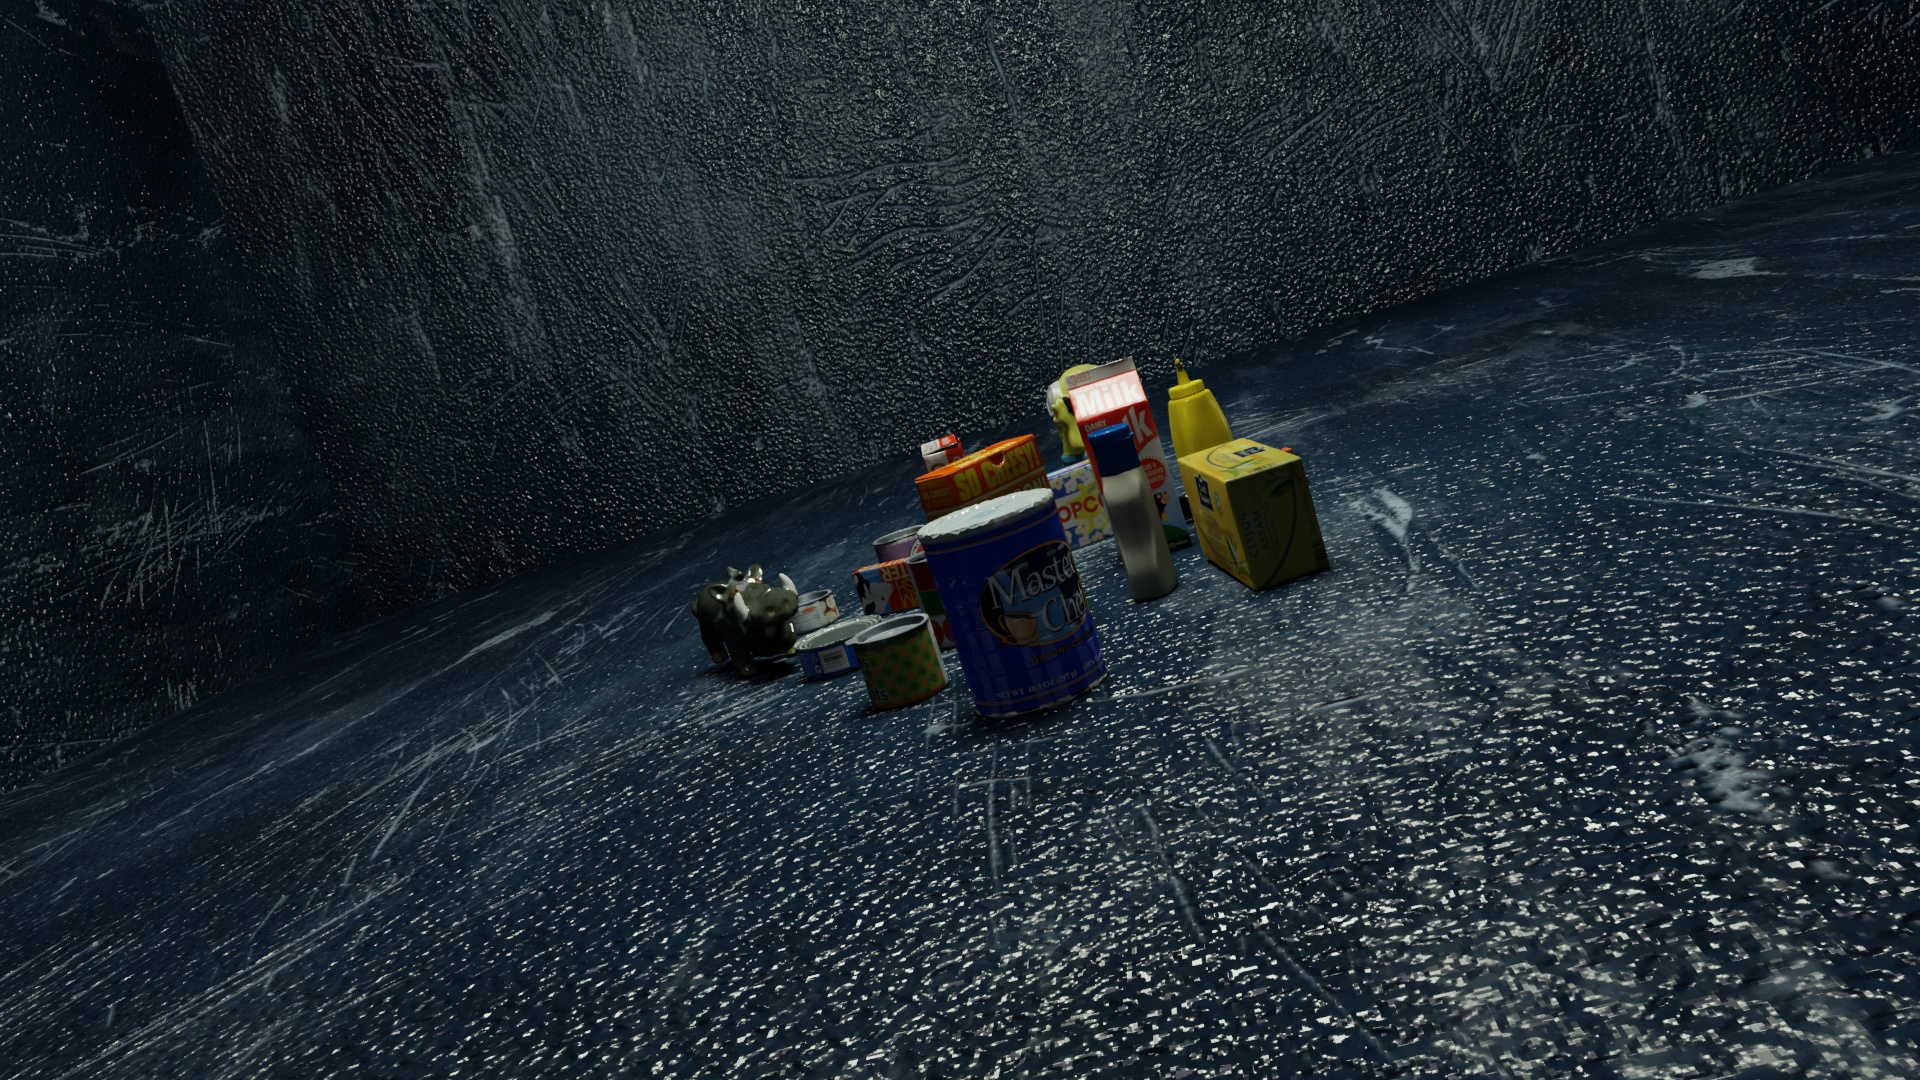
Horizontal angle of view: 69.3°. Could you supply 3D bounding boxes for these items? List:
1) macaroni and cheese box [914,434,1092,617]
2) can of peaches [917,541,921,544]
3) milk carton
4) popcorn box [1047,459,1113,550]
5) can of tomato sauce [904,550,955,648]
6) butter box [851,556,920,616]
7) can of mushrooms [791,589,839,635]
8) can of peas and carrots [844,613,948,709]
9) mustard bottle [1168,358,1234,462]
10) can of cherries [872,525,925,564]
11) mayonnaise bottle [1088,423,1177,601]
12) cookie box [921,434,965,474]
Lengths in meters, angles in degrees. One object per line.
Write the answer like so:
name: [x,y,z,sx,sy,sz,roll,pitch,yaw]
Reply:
macaroni and cheese box: [0.039,0.009,1.140,0.040,0.166,0.124,-11,11,41]
can of peaches: [-0.005,0.019,1.520,0.071,0.058,0.071,-17,9,3]
milk carton: [0.163,-0.080,1.360,0.072,0.190,0.073,-17,8,6]
popcorn box: [0.139,-0.042,1.525,0.127,0.085,0.038,-20,9,-15]
can of tomato sauce: [-0.005,0.047,1.261,0.071,0.083,0.071,-18,8,3]
butter box: [-0.061,0.047,1.477,0.103,0.053,0.024,-14,9,26]
can of mushrooms: [-0.170,0.080,1.552,0.071,0.033,0.071,-17,9,3]
can of peas and carrots: [-0.051,0.098,1.119,0.071,0.058,0.071,-17,9,3]
mustard bottle: [0.266,-0.127,1.550,0.065,0.160,0.049,-20,9,-16]
can of cherries: [-0.061,0.019,1.629,0.071,0.058,0.071,-17,9,3]
mayonnaise bottle: [0.148,-0.026,1.196,0.041,0.148,0.065,-15,9,18]
cookie box: [0.005,-0.017,1.365,0.040,0.167,0.123,-18,8,0]
